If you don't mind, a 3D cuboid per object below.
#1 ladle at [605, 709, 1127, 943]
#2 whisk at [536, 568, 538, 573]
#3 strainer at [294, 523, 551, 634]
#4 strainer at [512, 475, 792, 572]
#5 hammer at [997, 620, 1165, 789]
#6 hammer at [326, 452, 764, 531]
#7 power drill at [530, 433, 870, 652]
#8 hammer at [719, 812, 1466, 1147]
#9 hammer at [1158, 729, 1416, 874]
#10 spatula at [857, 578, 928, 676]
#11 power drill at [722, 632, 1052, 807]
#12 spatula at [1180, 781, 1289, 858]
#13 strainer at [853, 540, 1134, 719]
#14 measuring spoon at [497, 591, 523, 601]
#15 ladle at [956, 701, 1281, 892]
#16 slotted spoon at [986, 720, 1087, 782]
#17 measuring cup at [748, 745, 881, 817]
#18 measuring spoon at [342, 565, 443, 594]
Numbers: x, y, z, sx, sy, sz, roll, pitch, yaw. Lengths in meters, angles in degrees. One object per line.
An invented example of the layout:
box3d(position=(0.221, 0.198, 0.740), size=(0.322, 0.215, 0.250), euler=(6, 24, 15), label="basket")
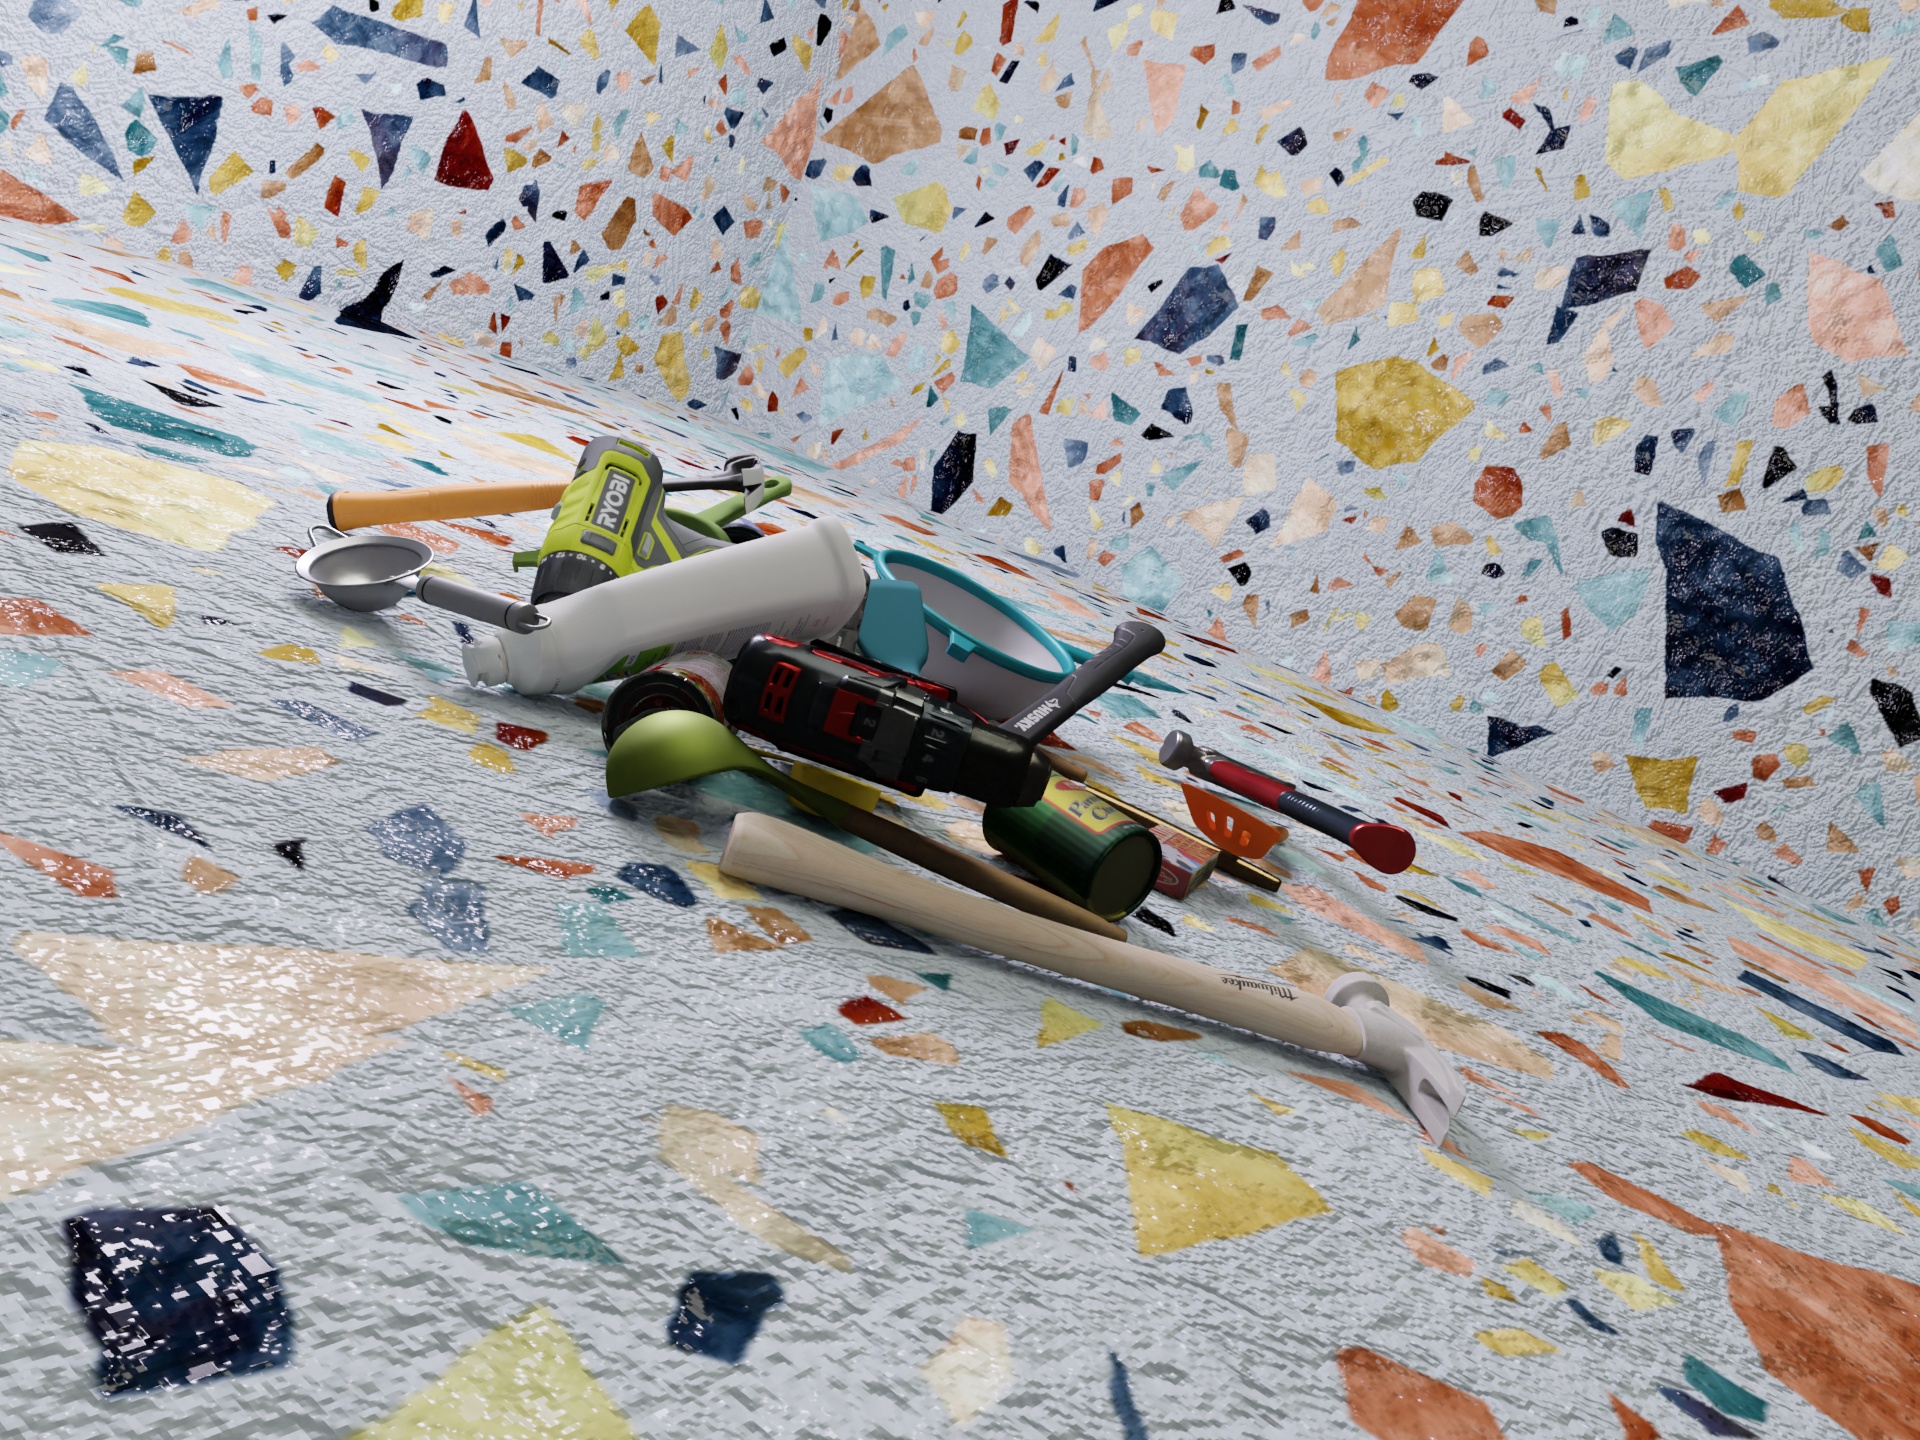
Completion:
box3d(position=(-0.048, 0.076, 0.905), size=(0.320, 0.062, 0.078), euler=(25, -8, -15), label="ladle")
box3d(position=(-0.212, -0.087, 1.324), size=(0.284, 0.070, 0.070), euler=(15, 12, -4), label="whisk")
box3d(position=(-0.338, -0.081, 1.001), size=(0.259, 0.050, 0.087), euler=(16, 31, 38), label="strainer")
box3d(position=(-0.223, -0.128, 1.289), size=(0.151, 0.069, 0.256), euler=(24, 39, 26), label="strainer")
box3d(position=(0.095, -0.017, 1.325), size=(0.146, 0.035, 0.335), euler=(30, 33, 18), label="hammer")
box3d(position=(-0.322, -0.175, 1.242), size=(0.337, 0.034, 0.127), euler=(-5, 16, -5), label="hammer")
box3d(position=(-0.191, -0.084, 1.139), size=(0.228, 0.080, 0.191), euler=(24, 53, -19), label="power drill")
box3d(position=(0.071, 0.130, 0.854), size=(0.410, 0.038, 0.146), euler=(18, 13, -12), label="hammer")
box3d(position=(0.299, 0.077, 1.372), size=(0.143, 0.038, 0.386), euler=(23, 3, -15), label="hammer")
box3d(position=(-0.002, -0.004, 1.175), size=(0.082, 0.044, 0.318), euler=(-3, 37, -33), label="spatula")
box3d(position=(-0.041, 0.005, 0.976), size=(0.188, 0.080, 0.226), euler=(19, -1, -1), label="power drill")
box3d(position=(0.239, 0.086, 1.285), size=(0.081, 0.041, 0.322), euler=(28, 7, 19), label="spatula")
box3d(position=(0.037, -0.050, 1.500), size=(0.340, 0.095, 0.211), euler=(17, 22, -45), label="strainer")
box3d(position=(-0.310, -0.067, 1.166), size=(0.021, 0.011, 0.117), euler=(11, 18, -46), label="measuring spoon")
box3d(position=(0.109, 0.062, 1.267), size=(0.315, 0.031, 0.069), euler=(26, 24, 14), label="ladle")
box3d(position=(-0.034, -0.016, 1.376), size=(0.314, 0.031, 0.070), euler=(25, 9, 11), label="slotted spoon")
box3d(position=(-0.116, 0.036, 1.005), size=(0.157, 0.029, 0.062), euler=(15, -4, 39), label="measuring cup")
box3d(position=(-0.397, -0.102, 1.130), size=(0.042, 0.021, 0.128), euler=(22, 12, 5), label="measuring spoon")
